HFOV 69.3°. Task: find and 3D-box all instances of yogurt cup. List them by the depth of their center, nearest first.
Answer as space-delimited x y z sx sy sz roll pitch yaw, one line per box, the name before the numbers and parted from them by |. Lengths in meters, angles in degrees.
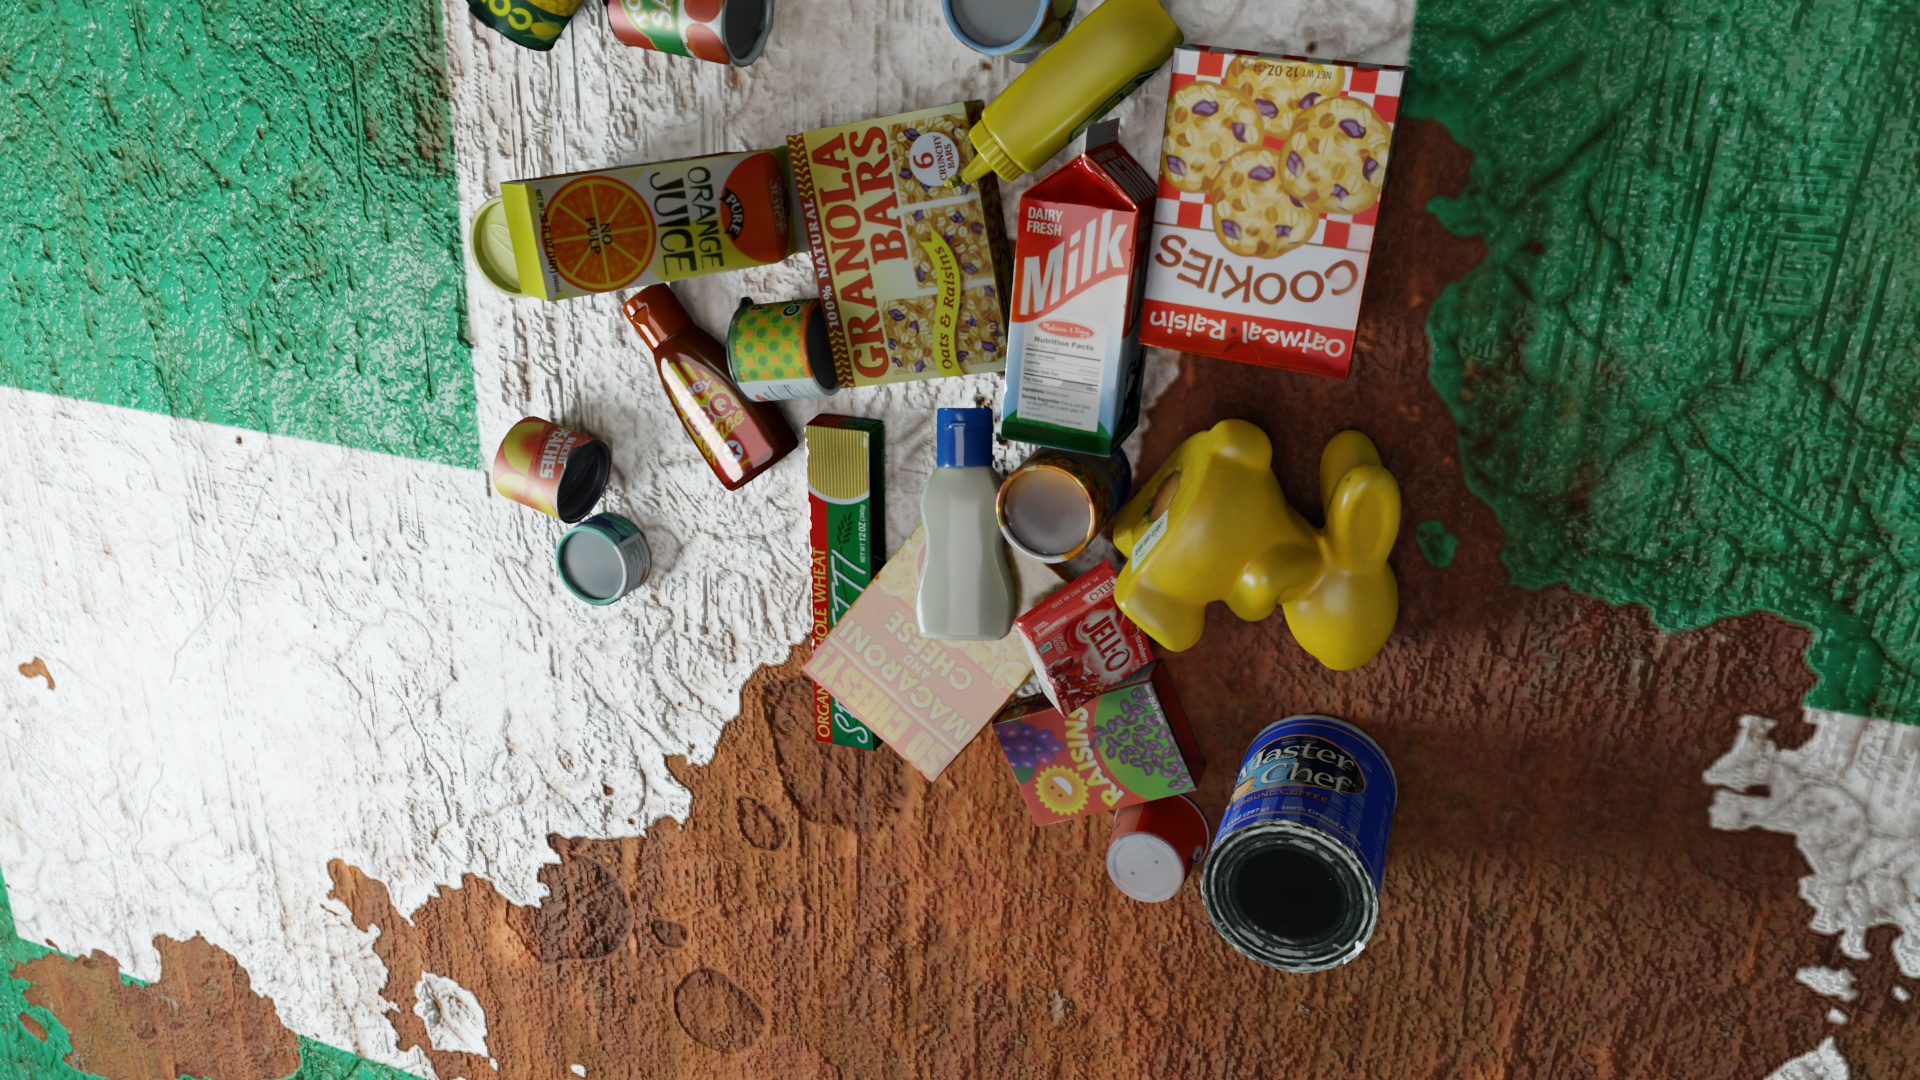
yogurt cup | 0.133 0.212 0.959 0.072 0.054 0.072 7 111 19

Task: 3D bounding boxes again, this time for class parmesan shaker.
parmesan shaker | -0.270 -0.207 0.937 0.071 0.103 0.071 8 112 19

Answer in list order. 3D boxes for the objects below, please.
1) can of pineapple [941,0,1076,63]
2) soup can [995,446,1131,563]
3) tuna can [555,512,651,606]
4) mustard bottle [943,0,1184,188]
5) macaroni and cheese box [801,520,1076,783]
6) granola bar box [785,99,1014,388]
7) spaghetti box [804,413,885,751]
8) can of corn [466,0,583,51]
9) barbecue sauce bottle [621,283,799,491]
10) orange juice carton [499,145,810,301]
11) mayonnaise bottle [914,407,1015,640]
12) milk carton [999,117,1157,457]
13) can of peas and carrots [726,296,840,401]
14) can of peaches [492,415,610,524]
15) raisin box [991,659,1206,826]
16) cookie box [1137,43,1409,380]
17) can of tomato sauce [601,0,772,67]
can of pineapple | 0.029 -0.314 0.806 0.071 0.058 0.070 7 112 19
soup can | 0.067 -0.032 0.879 0.071 0.084 0.071 7 111 19
tuna can | -0.275 0.014 1.061 0.071 0.033 0.070 7 111 19
mustard bottle | 0.055 -0.254 0.805 0.160 0.065 0.049 -37 95 20
macaroni and cheese box | -0.008 0.062 0.944 0.124 0.040 0.166 41 102 4
granola bar box | -0.033 -0.187 0.888 0.124 0.039 0.165 -4 107 22
spaghetti box | -0.080 0.035 0.993 0.050 0.029 0.249 7 111 19
can of corn | -0.281 -0.363 0.903 0.071 0.071 0.058 47 118 0
barbecue sauce bottle | -0.179 -0.110 0.971 0.064 0.044 0.148 -33 94 29
orange juice carton | -0.182 -0.203 0.878 0.073 0.193 0.071 23 125 57
mayonnaise bottle | 0.003 -0.011 0.892 0.065 0.041 0.148 1 95 13
milk carton | 0.076 -0.155 0.838 0.073 0.073 0.189 12 114 17
can of peas and carrots | -0.114 -0.129 0.926 0.058 0.071 0.070 -2 108 21
can of peaches | -0.302 -0.054 1.026 0.058 0.071 0.071 21 115 14
raisin box | 0.095 0.140 0.957 0.123 0.040 0.086 -19 102 25
cookie box | 0.171 -0.184 0.777 0.123 0.040 0.166 12 114 17
can of tomato sauce | -0.170 -0.337 0.869 0.083 0.071 0.071 16 114 15
